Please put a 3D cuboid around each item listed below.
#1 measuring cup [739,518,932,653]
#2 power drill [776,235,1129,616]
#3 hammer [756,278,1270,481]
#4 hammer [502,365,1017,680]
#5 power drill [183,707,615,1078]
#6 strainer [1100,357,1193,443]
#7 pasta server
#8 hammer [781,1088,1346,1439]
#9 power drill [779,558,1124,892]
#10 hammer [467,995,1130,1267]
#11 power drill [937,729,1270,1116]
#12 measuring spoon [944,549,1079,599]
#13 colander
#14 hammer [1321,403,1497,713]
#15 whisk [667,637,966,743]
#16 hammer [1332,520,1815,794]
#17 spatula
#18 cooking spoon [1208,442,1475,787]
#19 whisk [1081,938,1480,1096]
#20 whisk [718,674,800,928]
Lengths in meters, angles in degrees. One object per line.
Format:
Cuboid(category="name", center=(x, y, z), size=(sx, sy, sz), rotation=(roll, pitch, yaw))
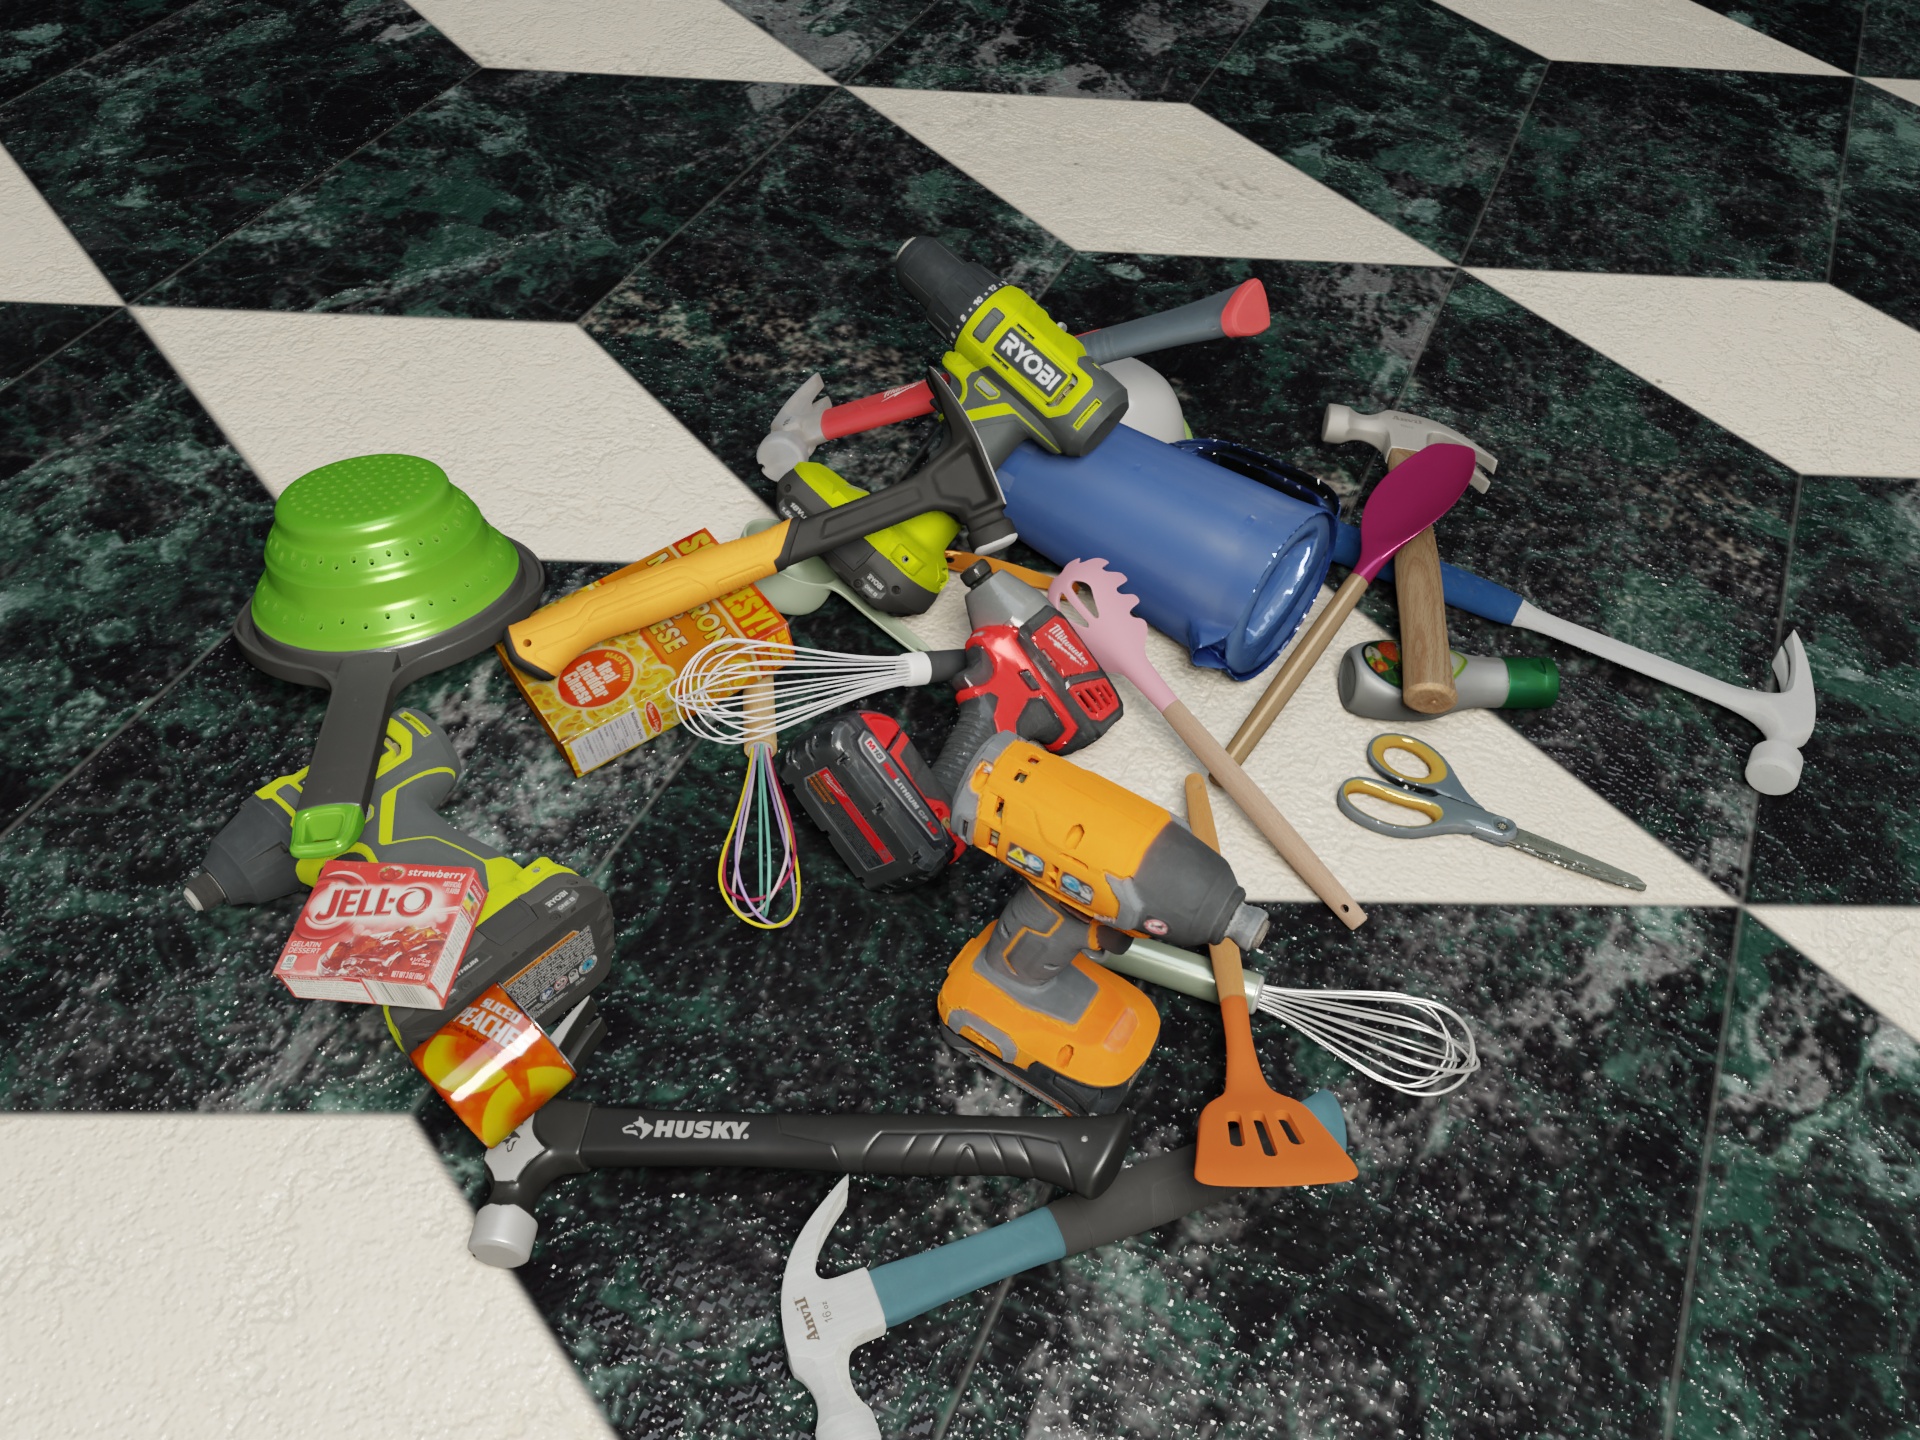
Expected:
Cuboid(category="measuring cup", center=(-0.091, -0.081, 1.137), size=(0.167, 0.038, 0.083), rotation=(36, 29, 3))
Cuboid(category="power drill", center=(-0.022, -0.205, 1.114), size=(0.190, 0.228, 0.080), rotation=(43, 12, 7))
Cuboid(category="hammer", center=(0.038, -0.265, 1.189), size=(0.386, 0.038, 0.143), rotation=(-11, 30, 20))
Cuboid(category="hammer", center=(-0.138, -0.114, 1.039), size=(0.337, 0.034, 0.127), rotation=(-23, 88, -6))
Cuboid(category="power drill", center=(-0.326, 0.101, 0.926), size=(0.223, 0.080, 0.171), rotation=(33, 54, 27))
Cuboid(category="strainer", center=(0.148, -0.217, 1.256), size=(0.151, 0.069, 0.257), rotation=(-24, 53, -25))
Cuboid(category="pasta server", center=(0.159, 0.011, 1.051), size=(0.316, 0.060, 0.040), rotation=(51, 20, 18))
Cuboid(category="hammer", center=(0.063, 0.267, 0.841), size=(0.331, 0.033, 0.128), rotation=(-15, 53, -18))
Cuboid(category="power drill", center=(-0.002, -0.003, 1.015), size=(0.220, 0.078, 0.143), rotation=(-40, 98, -34))
Cuboid(category="hammer", center=(-0.080, 0.215, 0.831), size=(0.335, 0.035, 0.146), rotation=(-1, 46, 9))
Cuboid(category="power drill", center=(0.069, 0.120, 0.842), size=(0.164, 0.226, 0.084), rotation=(27, 52, 18))
Cuboid(category="measuring spoon", center=(0.033, -0.108, 1.191), size=(0.117, 0.011, 0.021), rotation=(15, 50, 13))
Cuboid(category="colander", center=(-0.377, -0.069, 0.996), size=(0.204, 0.094, 0.398), rotation=(-7, 36, -6))
Cuboid(category="hammer", center=(0.337, -0.126, 1.169), size=(0.130, 0.031, 0.332), rotation=(9, 45, 2))
Cuboid(category="whisk", center=(-0.058, -0.030, 1.055), size=(0.284, 0.070, 0.070), rotation=(-8, 48, -32))
Cuboid(category="hammer", center=(0.426, -0.079, 1.183), size=(0.405, 0.035, 0.144), rotation=(25, 51, 16))
Cuboid(category="spatula", center=(0.154, 0.137, 0.910), size=(0.081, 0.041, 0.323), rotation=(-2, 41, 1))
Cuboid(category="cooking spoon", center=(0.265, -0.079, 1.110), size=(0.069, 0.017, 0.319), rotation=(20, 66, 47))
Cuboid(category="whisk", center=(0.183, 0.164, 0.941), size=(0.246, 0.057, 0.059), rotation=(17, 14, 13))
Cuboid(category="whisk", center=(-0.132, 0.033, 1.026), size=(0.047, 0.051, 0.245), rotation=(-6, 46, -3))
